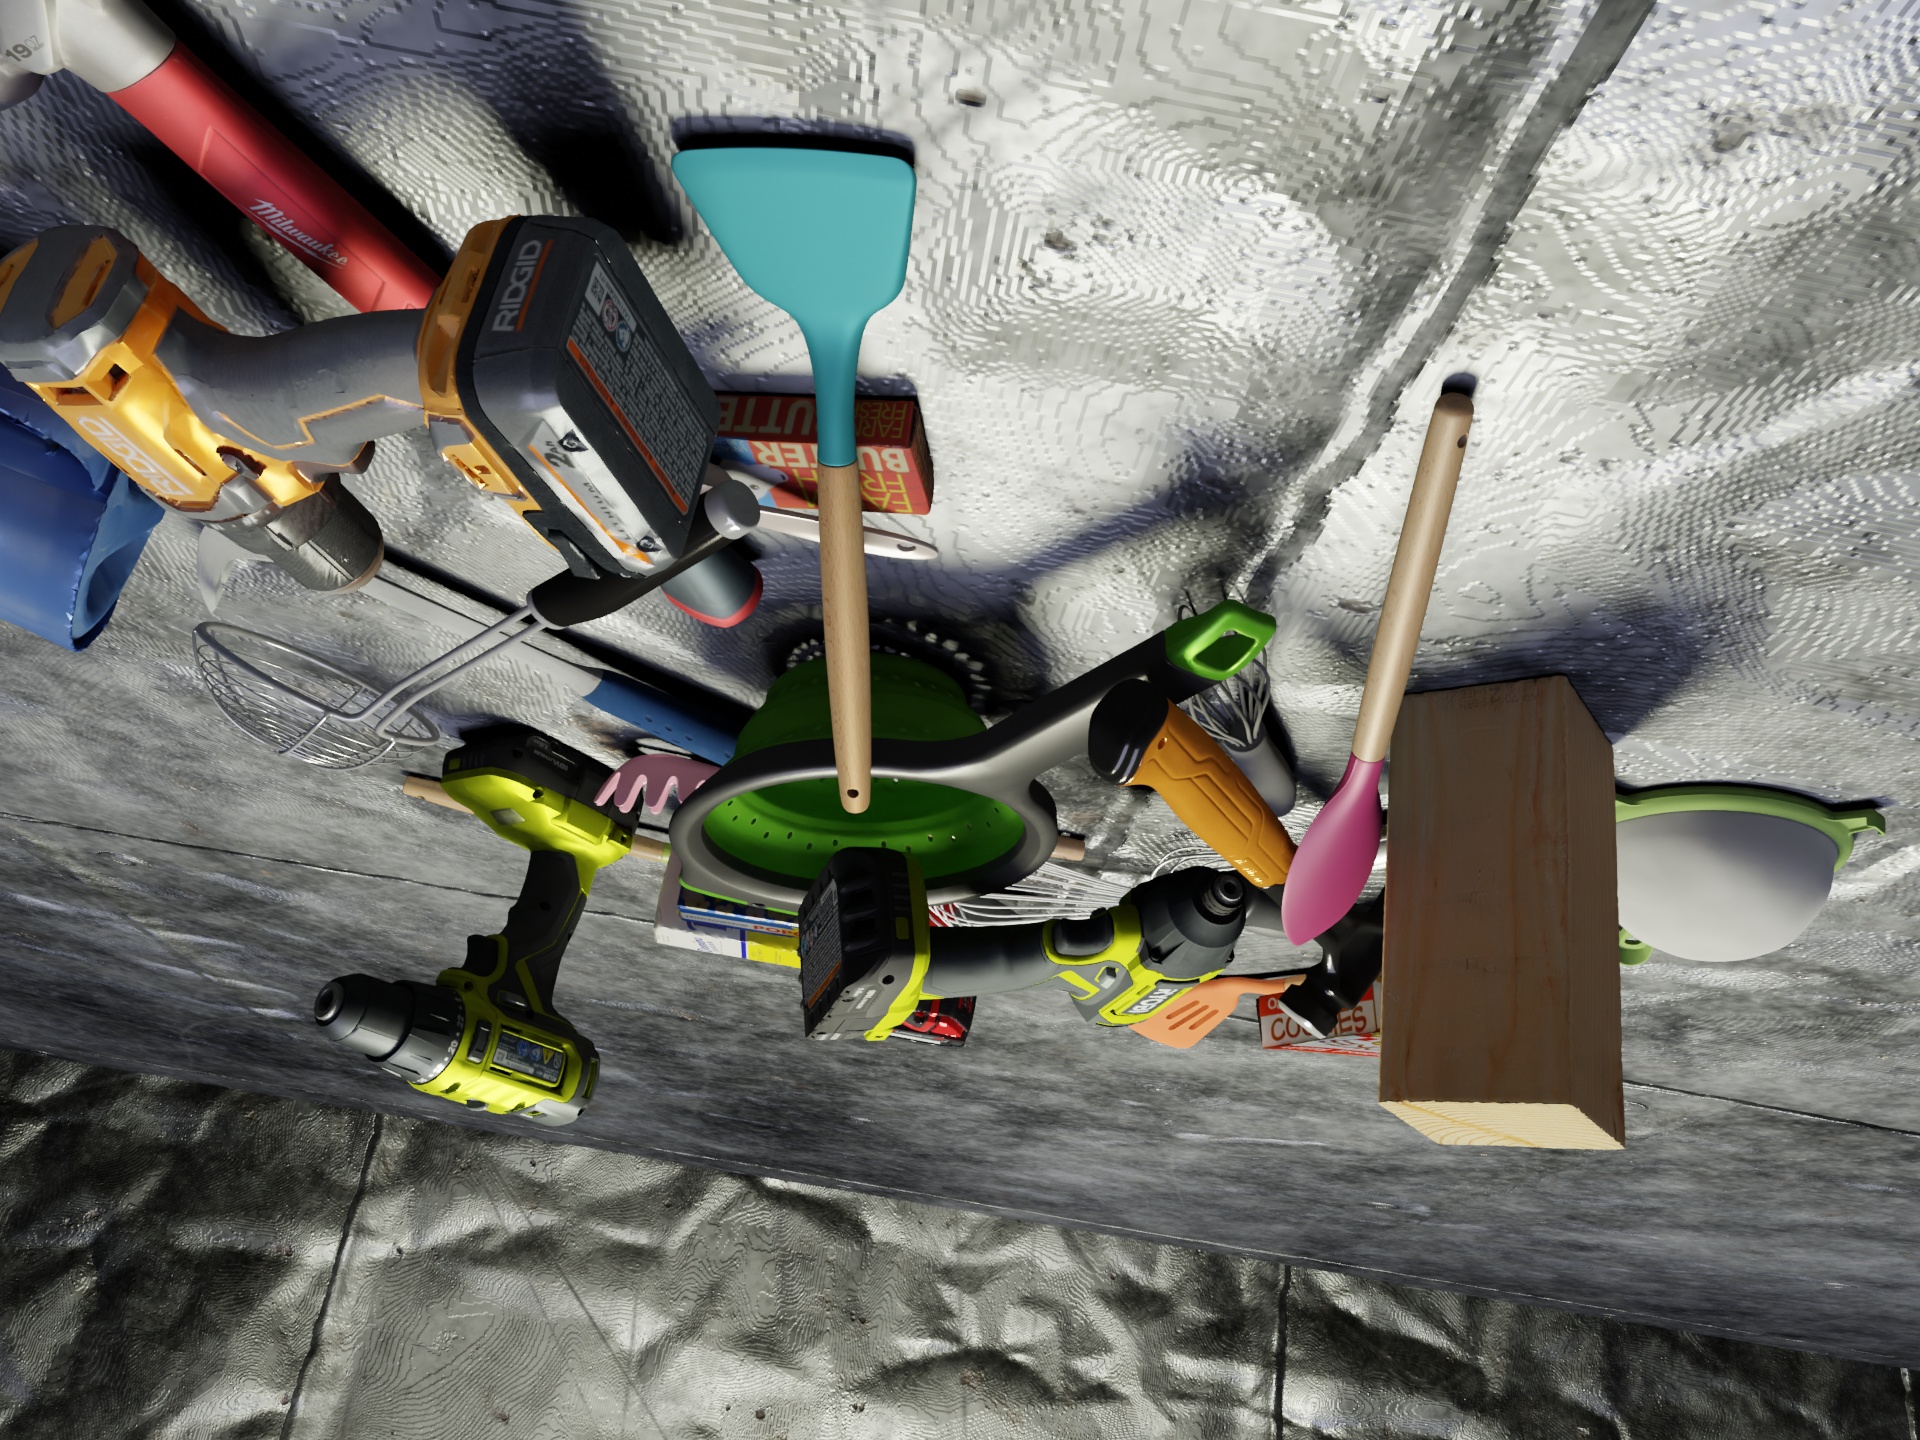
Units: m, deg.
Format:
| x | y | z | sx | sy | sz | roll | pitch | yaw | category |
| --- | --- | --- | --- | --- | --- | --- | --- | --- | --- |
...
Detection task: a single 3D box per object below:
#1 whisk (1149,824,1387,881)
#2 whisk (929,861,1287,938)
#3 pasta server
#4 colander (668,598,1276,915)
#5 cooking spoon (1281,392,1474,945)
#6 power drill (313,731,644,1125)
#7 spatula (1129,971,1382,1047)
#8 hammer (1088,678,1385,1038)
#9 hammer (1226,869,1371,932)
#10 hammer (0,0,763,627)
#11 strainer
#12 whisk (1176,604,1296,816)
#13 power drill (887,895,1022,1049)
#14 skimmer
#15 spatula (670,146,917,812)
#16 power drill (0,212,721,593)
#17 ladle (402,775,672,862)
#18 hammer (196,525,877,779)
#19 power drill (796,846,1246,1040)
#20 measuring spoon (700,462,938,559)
| x | y | z | sx | sy | sz | roll | pitch | yaw | category |
| --- | --- | --- | --- | --- | --- | --- | --- | --- | --- |
| 0.216 | 0.087 | 0.970 | 0.246 | 0.059 | 0.058 | -19 | 100 | 39 | whisk |
| 0.115 | 0.125 | 1.082 | 0.284 | 0.070 | 0.070 | 4 | 155 | -1 | whisk |
| -0.074 | 0.063 | 1.028 | 0.316 | 0.040 | 0.060 | 11 | 171 | -7 | pasta server |
| -0.001 | -0.003 | 0.799 | 0.204 | 0.095 | 0.397 | 18 | 148 | -33 | colander |
| 0.182 | -0.004 | 0.692 | 0.017 | 0.069 | 0.318 | 42 | 149 | 35 | cooking spoon |
| -0.298 | 0.127 | 1.011 | 0.080 | 0.229 | 0.190 | -10 | 149 | 35 | power drill |
| 0.273 | 0.211 | 1.221 | 0.322 | 0.041 | 0.081 | -17 | 144 | 43 | spatula |
| 0.152 | 0.058 | 0.767 | 0.034 | 0.127 | 0.336 | 37 | 179 | 39 | hammer |
| 0.268 | 0.131 | 0.987 | 0.146 | 0.035 | 0.334 | -16 | 156 | 42 | hammer |
| -0.180 | -0.145 | 0.615 | 0.143 | 0.038 | 0.385 | -7 | 151 | 27 | hammer |
| 0.423 | 0.120 | 0.936 | 0.151 | 0.069 | 0.256 | 4 | 153 | 11 | strainer |
| 0.145 | 0.004 | 0.821 | 0.055 | 0.055 | 0.238 | -1 | 158 | 21 | whisk |
| -0.025 | 0.183 | 1.228 | 0.143 | 0.079 | 0.219 | 10 | 153 | -4 | power drill |
| -0.226 | -0.056 | 0.735 | 0.363 | 0.090 | 0.127 | -22 | 146 | 34 | skimmer |
| -0.051 | -0.076 | 0.630 | 0.082 | 0.044 | 0.317 | 4 | 130 | 6 | spatula |
| -0.206 | -0.101 | 0.582 | 0.226 | 0.084 | 0.185 | 3 | 154 | 17 | power drill |
| -0.243 | 0.099 | 1.144 | 0.320 | 0.062 | 0.078 | 16 | 152 | -9 | ladle |
| -0.219 | -0.025 | 0.889 | 0.405 | 0.035 | 0.144 | 27 | 150 | -33 | hammer |
| 0.034 | 0.119 | 0.861 | 0.223 | 0.080 | 0.171 | 2 | 154 | -18 | power drill |
| -0.066 | -0.089 | 0.670 | 0.124 | 0.018 | 0.034 | 11 | 160 | -22 | measuring spoon |
